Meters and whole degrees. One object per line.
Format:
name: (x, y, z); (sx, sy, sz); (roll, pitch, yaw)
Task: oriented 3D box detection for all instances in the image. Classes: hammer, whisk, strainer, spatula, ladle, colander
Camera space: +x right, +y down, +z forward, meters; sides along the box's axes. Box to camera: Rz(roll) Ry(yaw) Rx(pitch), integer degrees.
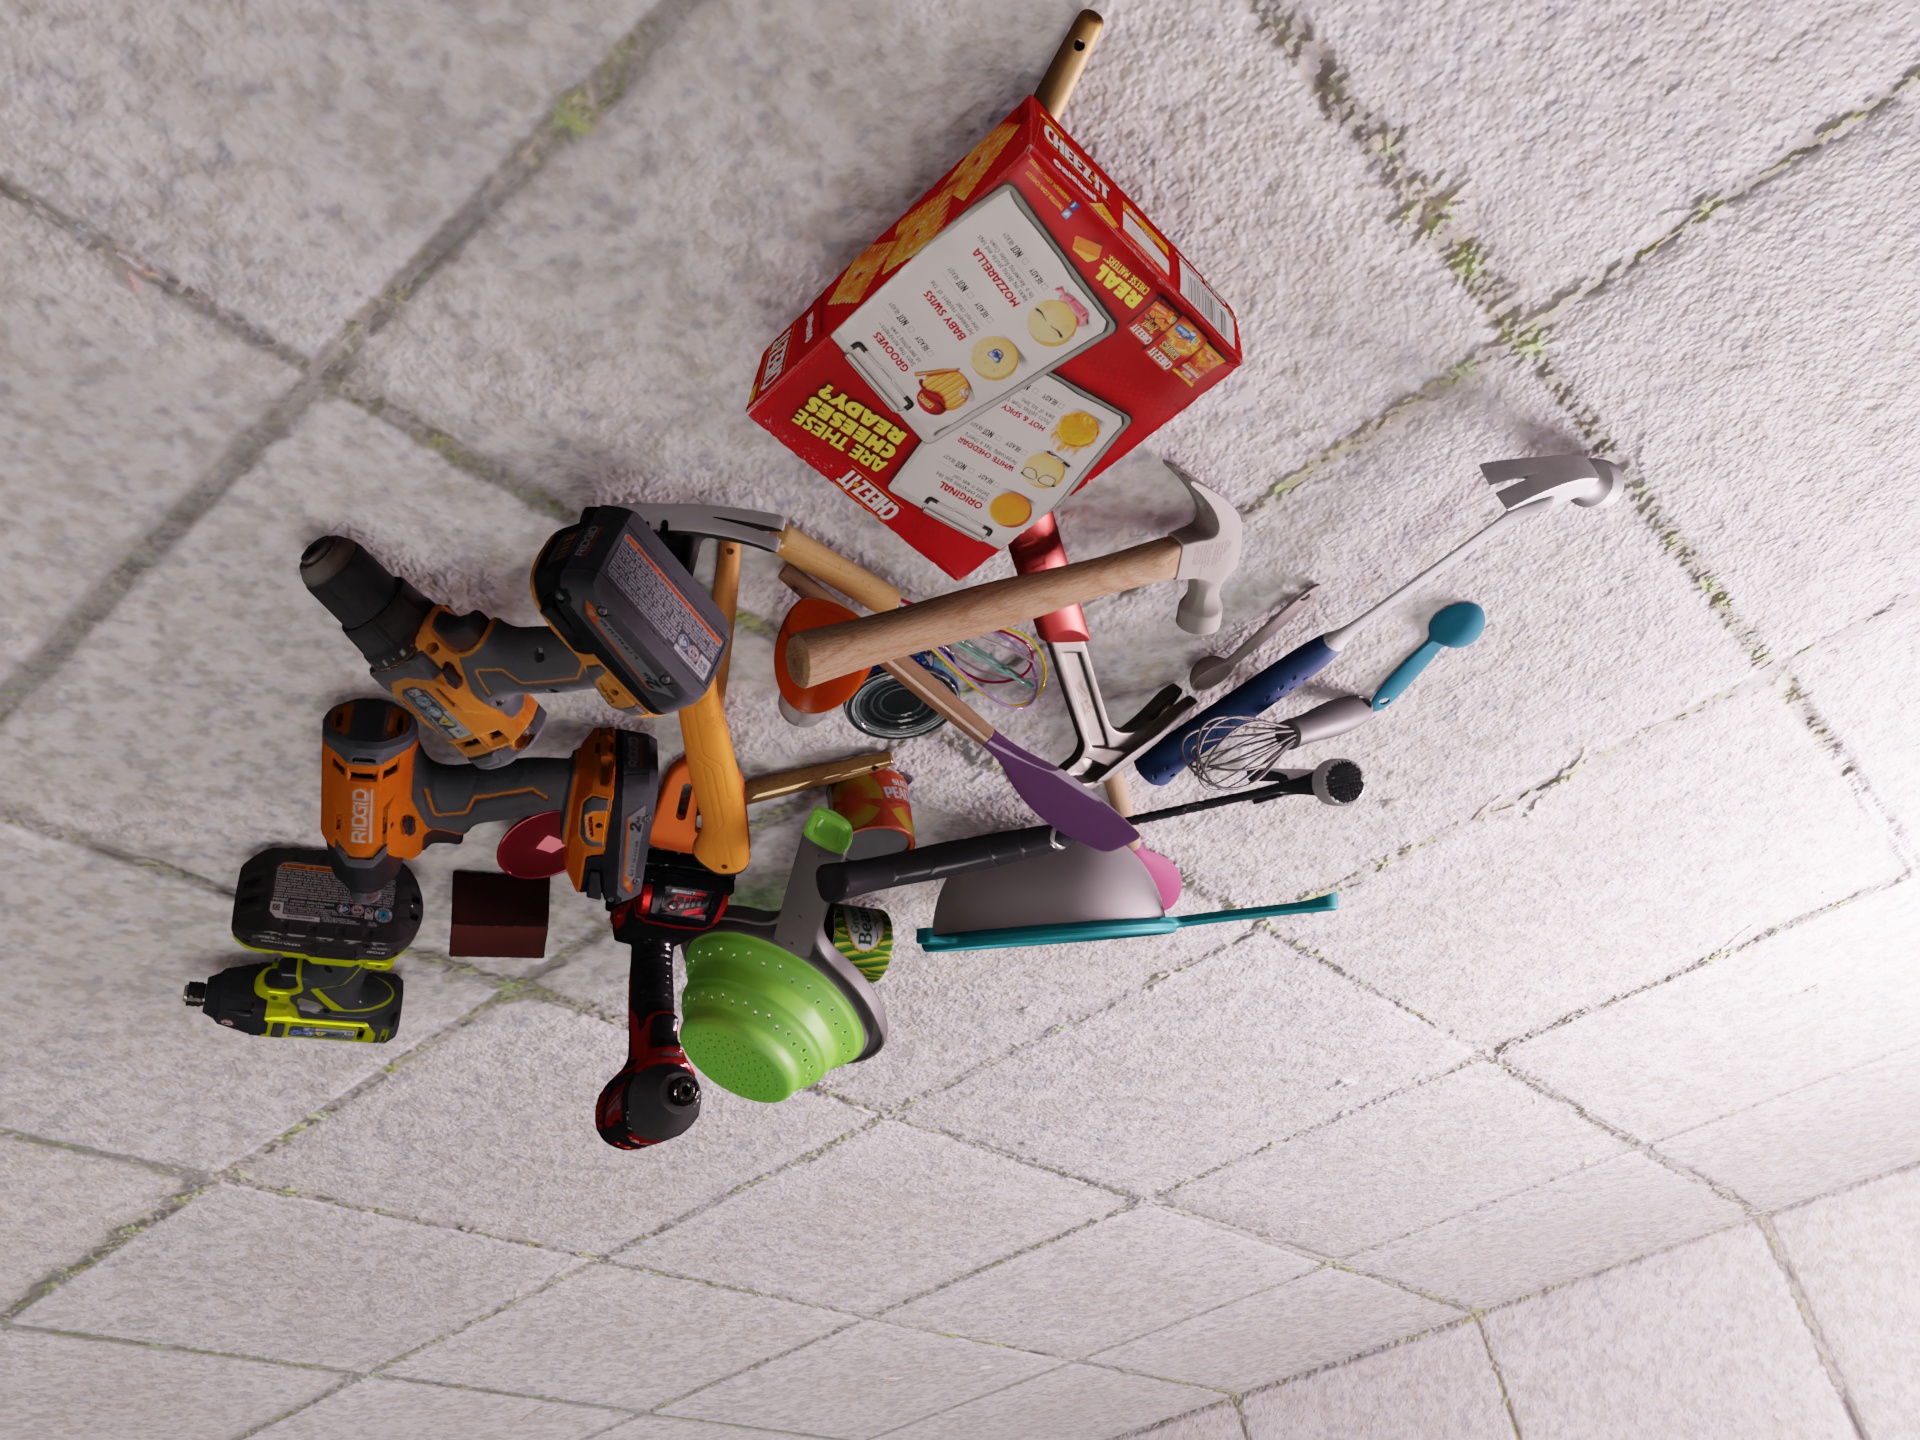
hammer: (0.092, 0.083, 1.212); (0.409, 0.036, 0.149); (-11, 180, -12)
whisk: (0.241, 0.009, 1.179); (0.239, 0.055, 0.055); (-15, 155, -46)
whisk: (-0.030, -0.074, 1.087); (0.244, 0.051, 0.047); (29, 110, -34)
strainer: (0.133, 0.130, 1.306); (0.340, 0.095, 0.211); (-7, 170, 8)
spatula: (-0.002, -0.004, 1.098); (0.315, 0.018, 0.060); (40, 141, -17)
ladle: (-0.206, 0.066, 1.236); (0.315, 0.031, 0.069); (-14, 136, 2)
hammer: (0.069, -0.086, 1.067); (0.149, 0.037, 0.358); (-36, 138, -13)
hammer: (-0.171, -0.009, 1.093); (0.127, 0.034, 0.336); (2, 136, 3)
spatula: (-0.175, -0.014, 1.127); (0.081, 0.041, 0.322); (7, 139, -8)
hammer: (0.044, -0.080, 0.998); (0.331, 0.031, 0.130); (-17, 132, -28)
colander: (-0.154, 0.211, 1.302); (0.204, 0.094, 0.396); (28, 140, 6)
hammer: (0.272, -0.063, 1.141); (0.144, 0.035, 0.405); (-5, 154, -47)

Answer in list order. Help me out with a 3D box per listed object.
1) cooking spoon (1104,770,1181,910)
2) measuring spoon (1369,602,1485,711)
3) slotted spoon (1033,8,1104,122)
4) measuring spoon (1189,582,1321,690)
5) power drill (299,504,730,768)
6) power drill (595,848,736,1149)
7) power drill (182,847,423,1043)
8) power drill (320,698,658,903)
cooking spoon: (0.142, 0.093, 1.353); (0.069, 0.017, 0.318); (-13, 143, 7)
measuring spoon: (0.357, -0.041, 1.222); (0.042, 0.021, 0.128); (10, 137, -24)
slotted spoon: (0.002, -0.244, 0.876); (0.070, 0.031, 0.313); (24, 132, -10)
measuring spoon: (0.215, -0.065, 1.171); (0.124, 0.018, 0.034); (-42, 151, 26)
power drill: (-0.280, -0.061, 0.977); (0.226, 0.084, 0.185); (-13, 131, 31)
power drill: (-0.235, 0.221, 1.253); (0.078, 0.220, 0.143); (12, 155, -26)
power drill: (-0.532, 0.194, 1.292); (0.171, 0.080, 0.223); (10, 142, -24)
power drill: (-0.341, 0.072, 1.146); (0.226, 0.084, 0.164); (6, 124, -16)
